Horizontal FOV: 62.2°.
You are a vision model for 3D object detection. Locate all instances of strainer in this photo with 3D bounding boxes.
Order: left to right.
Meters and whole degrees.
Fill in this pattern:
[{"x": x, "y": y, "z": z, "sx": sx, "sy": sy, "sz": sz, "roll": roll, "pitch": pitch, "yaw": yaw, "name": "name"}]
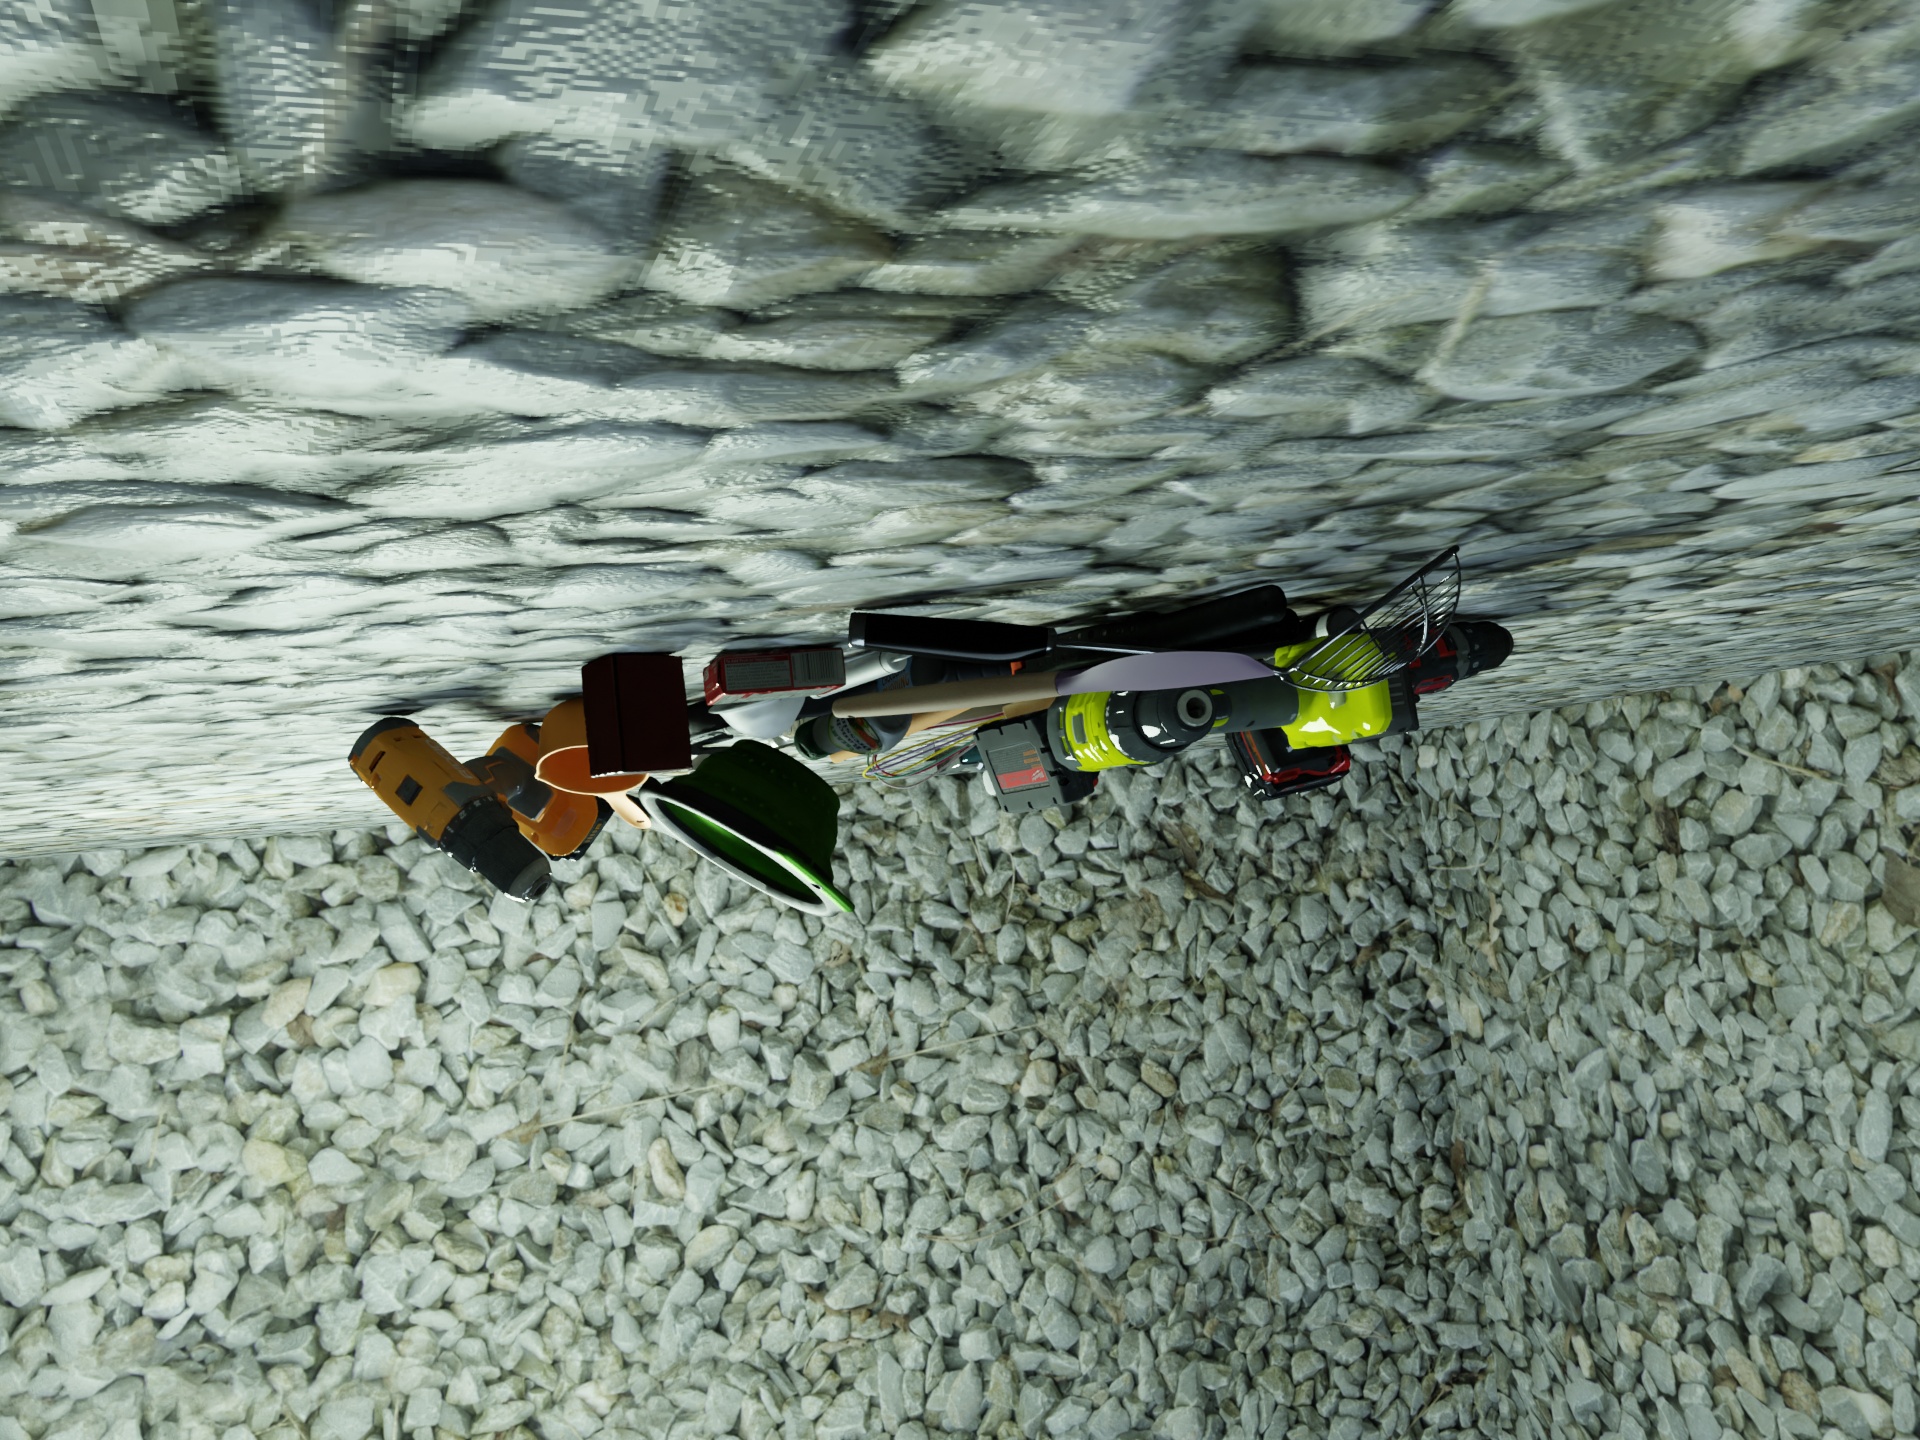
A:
[{"x": -0.114, "y": -0.022, "z": 1.213, "sx": 0.087, "sy": 0.050, "sz": 0.258, "roll": -23, "pitch": -176, "yaw": -40, "name": "strainer"}]

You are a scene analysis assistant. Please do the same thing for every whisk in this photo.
[{"x": -0.272, "y": 0.012, "z": 1.401, "sx": 0.239, "sy": 0.055, "sz": 0.055, "roll": -14, "pitch": 172, "yaw": 36, "name": "whisk"}, {"x": 0.022, "y": 0.005, "z": 1.481, "sx": 0.245, "sy": 0.051, "sz": 0.047, "roll": -21, "pitch": 131, "yaw": 3, "name": "whisk"}]

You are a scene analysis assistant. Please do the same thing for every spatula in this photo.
[{"x": -0.002, "y": -0.004, "z": 1.393, "sx": 0.322, "sy": 0.041, "sz": 0.081, "roll": -22, "pitch": 177, "yaw": 40, "name": "spatula"}, {"x": 0.039, "y": -0.021, "z": 0.959, "sx": 0.316, "sy": 0.018, "sz": 0.059, "roll": -6, "pitch": 161, "yaw": 40, "name": "spatula"}]

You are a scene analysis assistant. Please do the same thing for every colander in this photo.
[{"x": -0.231, "y": 0.068, "z": 1.457, "sx": 0.397, "sy": 0.094, "sz": 0.204, "roll": 13, "pitch": 155, "yaw": 44, "name": "colander"}]

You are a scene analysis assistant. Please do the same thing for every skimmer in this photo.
[{"x": 0.116, "y": -0.071, "z": 0.958, "sx": 0.363, "sy": 0.090, "sz": 0.127, "roll": 4, "pitch": 173, "yaw": 0, "name": "skimmer"}]

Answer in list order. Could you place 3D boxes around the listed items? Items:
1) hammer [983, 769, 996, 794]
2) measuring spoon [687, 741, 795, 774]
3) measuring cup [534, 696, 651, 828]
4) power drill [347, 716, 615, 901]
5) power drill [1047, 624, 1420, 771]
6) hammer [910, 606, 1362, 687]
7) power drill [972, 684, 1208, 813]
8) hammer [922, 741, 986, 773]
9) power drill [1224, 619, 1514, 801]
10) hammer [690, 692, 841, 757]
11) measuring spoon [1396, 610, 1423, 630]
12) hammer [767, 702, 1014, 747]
[{"x": 0.177, "y": 0.012, "z": 1.692, "sx": 0.127, "sy": 0.034, "sz": 0.337, "roll": -7, "pitch": 166, "yaw": -45, "name": "hammer"}, {"x": -0.202, "y": 0.030, "z": 1.508, "sx": 0.124, "sy": 0.018, "sz": 0.034, "roll": -15, "pitch": 168, "yaw": 14, "name": "measuring spoon"}, {"x": -0.284, "y": 0.036, "z": 1.299, "sx": 0.095, "sy": 0.052, "sz": 0.173, "roll": -7, "pitch": 154, "yaw": 6, "name": "measuring cup"}, {"x": -0.365, "y": 0.073, "z": 1.297, "sx": 0.185, "sy": 0.084, "sz": 0.226, "roll": 38, "pitch": -172, "yaw": 13, "name": "power drill"}, {"x": 0.191, "y": -0.011, "z": 1.082, "sx": 0.228, "sy": 0.080, "sz": 0.190, "roll": -8, "pitch": 178, "yaw": -18, "name": "power drill"}, {"x": 0.127, "y": -0.049, "z": 1.224, "sx": 0.334, "sy": 0.035, "sz": 0.146, "roll": -5, "pitch": 175, "yaw": -13, "name": "hammer"}, {"x": 0.133, "y": -0.001, "z": 1.341, "sx": 0.219, "sy": 0.078, "sz": 0.143, "roll": -24, "pitch": -175, "yaw": -32, "name": "power drill"}, {"x": 0.095, "y": 0.016, "z": 1.614, "sx": 0.331, "sy": 0.033, "sz": 0.128, "roll": -14, "pitch": 173, "yaw": 40, "name": "hammer"}, {"x": 0.363, "y": -0.019, "z": 1.404, "sx": 0.188, "sy": 0.080, "sz": 0.226, "roll": -10, "pitch": 159, "yaw": -35, "name": "power drill"}, {"x": -0.213, "y": 0.007, "z": 1.479, "sx": 0.149, "sy": 0.036, "sz": 0.409, "roll": -5, "pitch": 175, "yaw": -31, "name": "hammer"}, {"x": 0.321, "y": -0.061, "z": 1.263, "sx": 0.117, "sy": 0.011, "sz": 0.021, "roll": -30, "pitch": -174, "yaw": -14, "name": "measuring spoon"}, {"x": 0.017, "y": -0.008, "z": 1.610, "sx": 0.410, "sy": 0.038, "sz": 0.146, "roll": -4, "pitch": 174, "yaw": -34, "name": "hammer"}]
